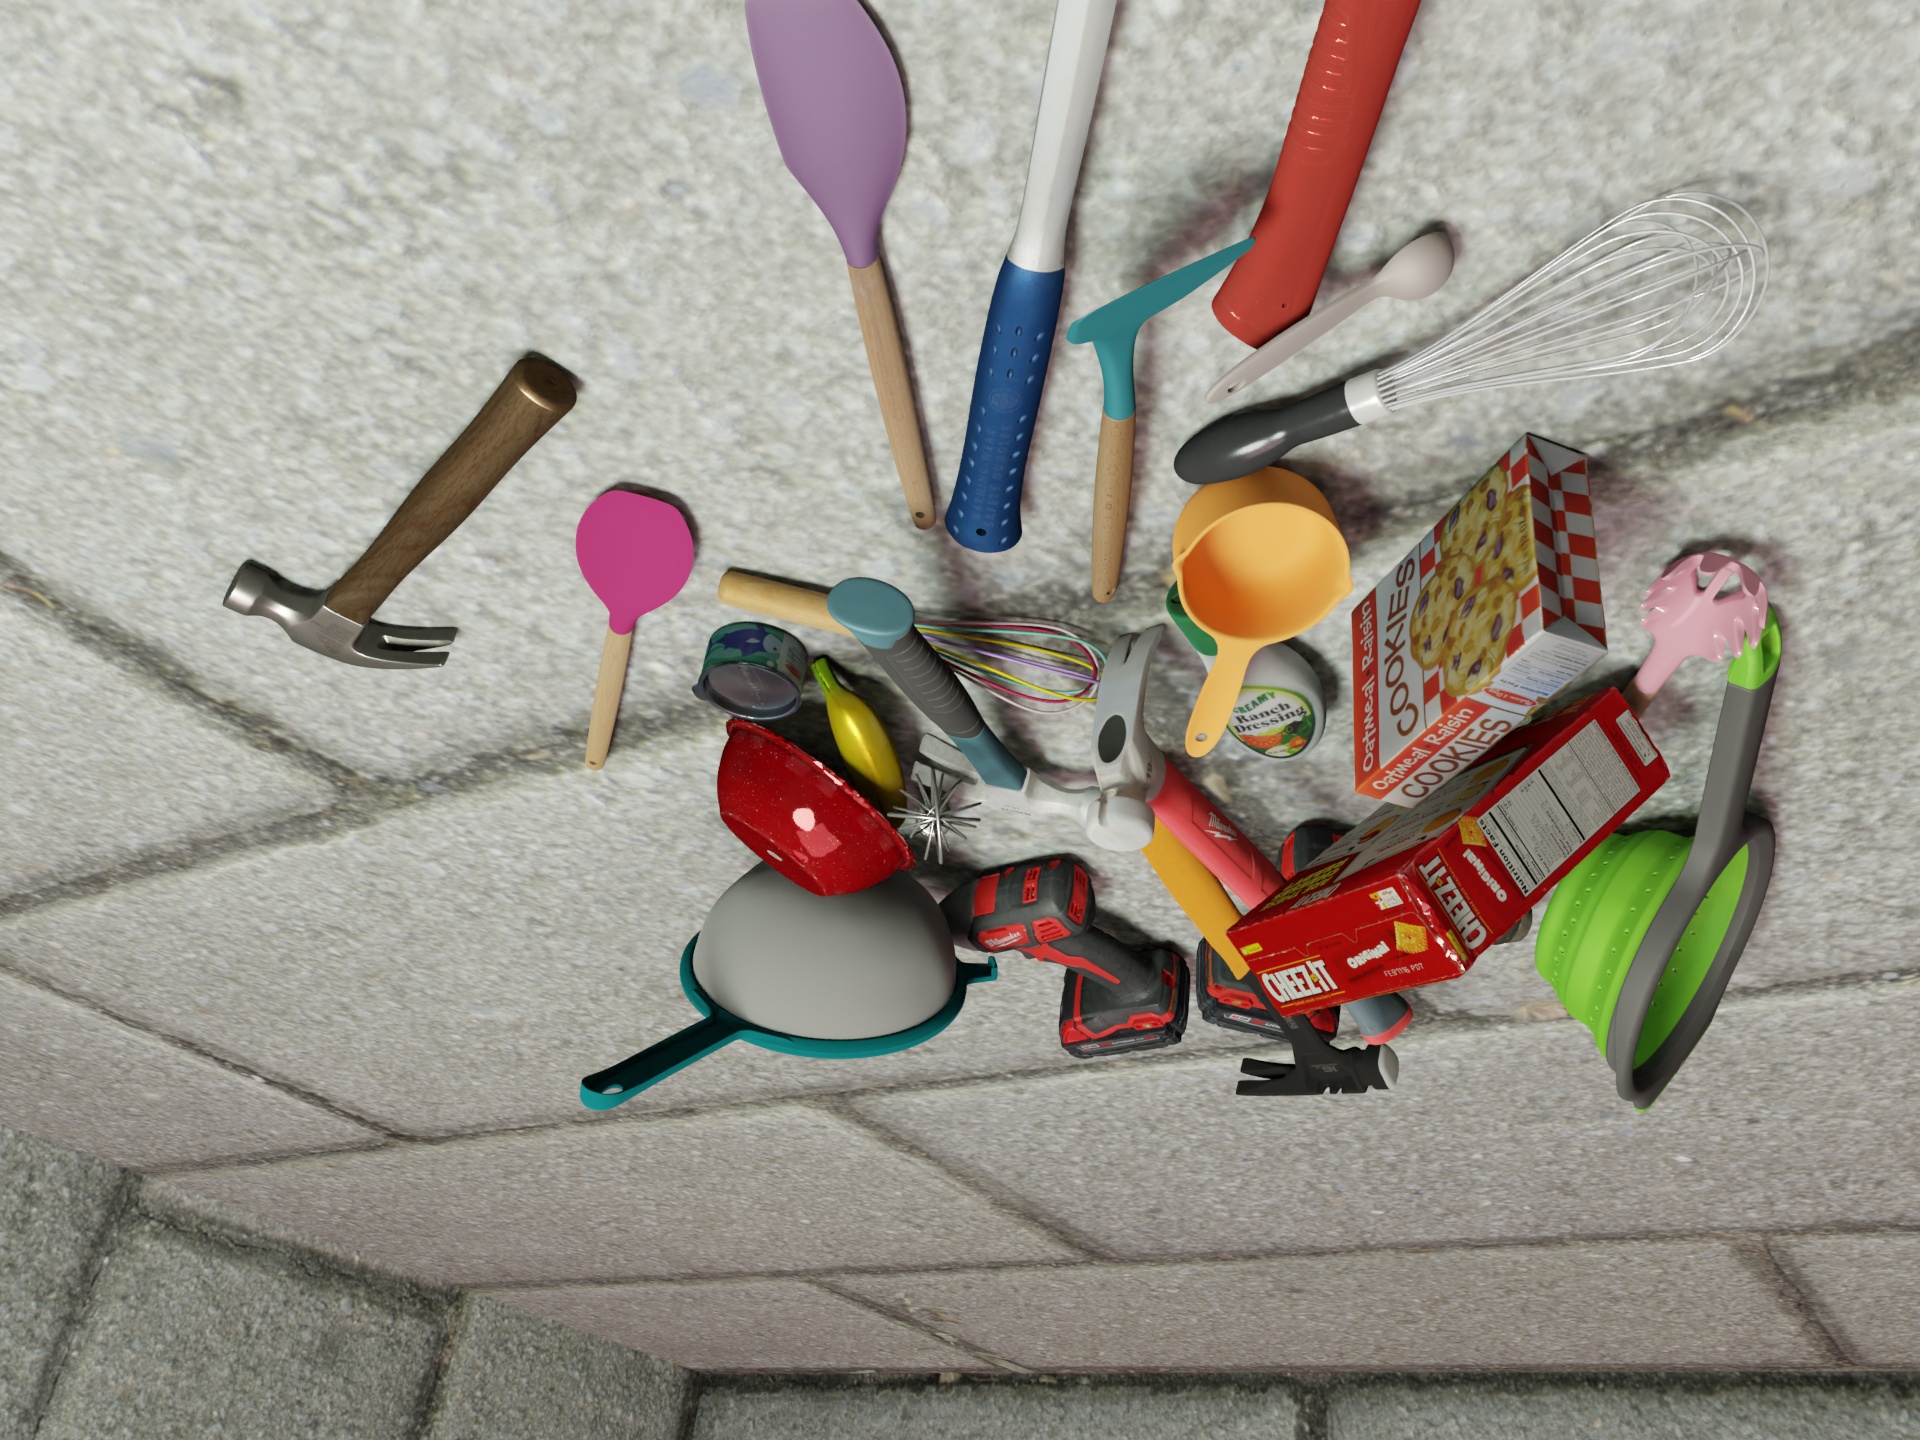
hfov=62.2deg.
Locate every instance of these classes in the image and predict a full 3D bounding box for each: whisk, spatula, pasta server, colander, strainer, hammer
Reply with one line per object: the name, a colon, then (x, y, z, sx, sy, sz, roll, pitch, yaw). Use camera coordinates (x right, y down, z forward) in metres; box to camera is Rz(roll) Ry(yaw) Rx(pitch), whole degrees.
whisk: (-0.025, -0.050, 0.952, 0.245, 0.047, 0.051, 14, 148, -4)
spatula: (0.080, -0.128, 0.771, 0.082, 0.044, 0.317, -27, 158, -9)
whisk: (-0.017, 0.065, 1.048, 0.058, 0.059, 0.246, -5, 175, -2)
pasta server: (0.393, -0.002, 0.941, 0.060, 0.040, 0.316, 30, 153, 16)
colander: (0.438, 0.080, 1.007, 0.095, 0.204, 0.396, 28, 143, 37)
strainer: (-0.131, 0.163, 1.104, 0.211, 0.340, 0.095, 20, 114, 29)
spatula: (-0.039, -0.197, 0.747, 0.060, 0.018, 0.315, 1, 146, 9)
hammer: (-0.002, -0.003, 0.957, 0.128, 0.033, 0.330, 10, 163, 21)
hammer: (0.156, -0.262, 0.564, 0.149, 0.037, 0.358, -17, 155, -11)
hammer: (-0.312, -0.112, 0.925, 0.130, 0.031, 0.331, 29, 142, -29)
hammer: (0.189, 0.158, 1.128, 0.127, 0.034, 0.336, -13, 127, 35)
whisk: (0.216, -0.157, 0.723, 0.284, 0.070, 0.070, -17, 140, 40)
hammer: (0.029, -0.212, 0.694, 0.144, 0.035, 0.405, 9, 148, -2)
hammer: (0.199, 0.098, 1.026, 0.038, 0.143, 0.385, -15, 139, 34)

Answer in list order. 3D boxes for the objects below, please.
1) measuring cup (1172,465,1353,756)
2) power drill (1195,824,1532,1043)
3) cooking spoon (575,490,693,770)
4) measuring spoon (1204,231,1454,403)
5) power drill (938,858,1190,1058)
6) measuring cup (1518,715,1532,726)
measuring cup: (0.147, -0.058, 0.855, 0.095, 0.052, 0.173, 7, 131, -7)
power drill: (0.293, 0.164, 1.190, 0.188, 0.080, 0.226, 15, 144, -10)
cooking spoon: (-0.220, -0.047, 1.019, 0.068, 0.017, 0.318, 15, 146, -10)
measuring spoon: (0.163, -0.169, 0.693, 0.124, 0.018, 0.034, -32, 159, 7)
power drill: (0.079, 0.189, 1.275, 0.143, 0.079, 0.219, -17, 137, 33)
measuring cup: (0.303, -0.047, 0.893, 0.083, 0.038, 0.167, 12, 145, -7)
